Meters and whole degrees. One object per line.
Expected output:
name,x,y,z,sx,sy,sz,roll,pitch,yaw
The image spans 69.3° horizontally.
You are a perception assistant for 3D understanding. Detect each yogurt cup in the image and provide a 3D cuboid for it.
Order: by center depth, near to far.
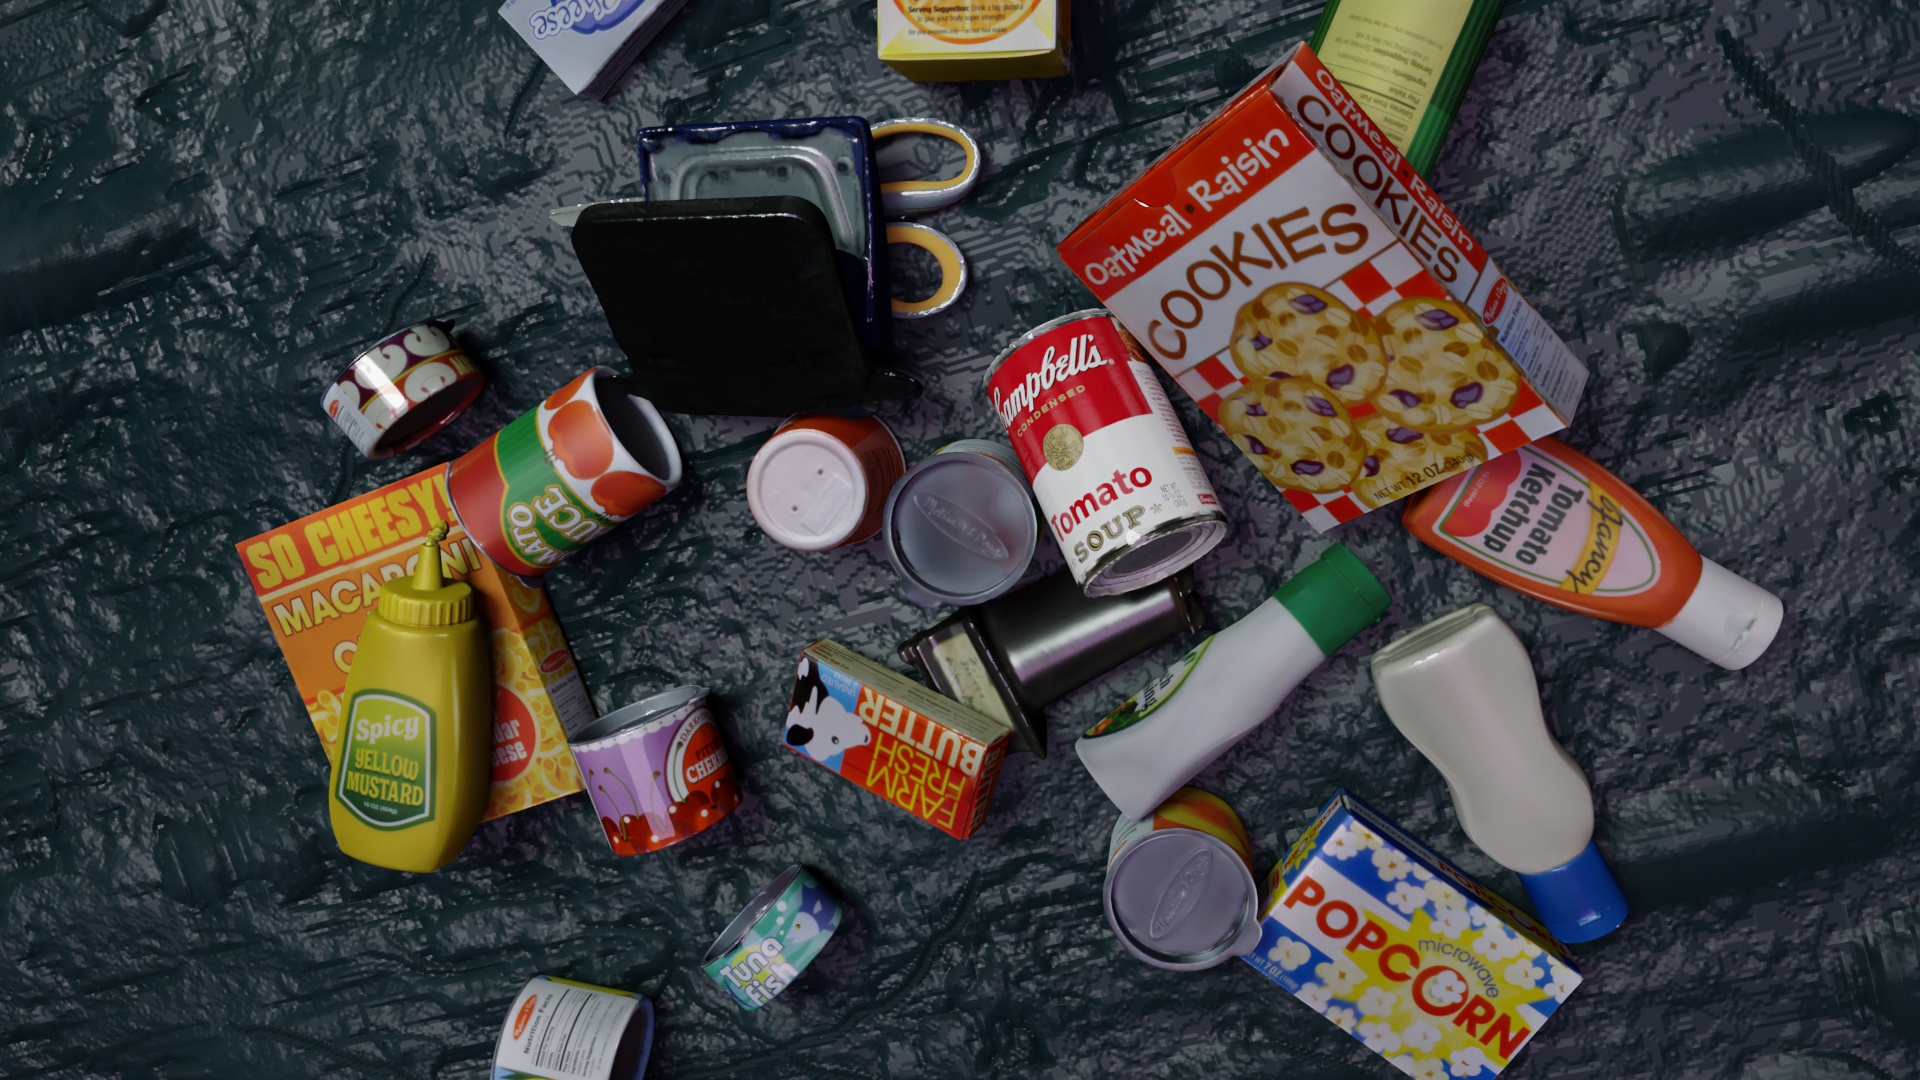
yogurt cup,-0.062,-0.026,0.624,0.072,0.054,0.072,2,101,8

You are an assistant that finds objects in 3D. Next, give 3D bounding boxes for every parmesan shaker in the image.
parmesan shaker,0.168,-0.176,0.555,0.071,0.071,0.103,23,102,5

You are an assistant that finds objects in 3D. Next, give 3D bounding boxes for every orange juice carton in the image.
orange juice carton,0.007,-0.289,0.558,0.073,0.072,0.192,1,100,9

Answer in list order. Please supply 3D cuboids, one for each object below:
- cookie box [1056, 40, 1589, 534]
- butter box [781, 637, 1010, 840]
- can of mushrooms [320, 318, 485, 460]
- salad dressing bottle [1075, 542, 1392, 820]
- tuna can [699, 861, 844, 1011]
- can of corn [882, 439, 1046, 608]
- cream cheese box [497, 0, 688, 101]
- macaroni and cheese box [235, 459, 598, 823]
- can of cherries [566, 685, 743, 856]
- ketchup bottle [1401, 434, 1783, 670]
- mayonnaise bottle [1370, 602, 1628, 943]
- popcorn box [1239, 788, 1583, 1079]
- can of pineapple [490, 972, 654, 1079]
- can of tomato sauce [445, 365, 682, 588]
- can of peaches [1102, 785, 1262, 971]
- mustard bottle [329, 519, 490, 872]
cookie box,0.136,-0.089,0.540,0.167,0.040,0.122,45,143,-11
butter box,-0.031,0.090,0.636,0.103,0.024,0.053,24,115,20
can of mushrooms,-0.254,-0.070,0.641,0.071,0.071,0.033,-39,92,13
salad dressing bottle,0.120,0.061,0.609,0.147,0.064,0.044,-40,86,5
tuna can,-0.089,0.188,0.656,0.071,0.071,0.033,-44,92,13
can of corn,0.002,-0.008,0.614,0.071,0.058,0.071,2,100,9
cream cheese box,-0.149,-0.251,0.614,0.103,0.024,0.053,-42,93,13
macaroni and cheese box,-0.259,0.056,0.676,0.123,0.040,0.166,-19,97,11
can of cherries,-0.140,0.107,0.652,0.071,0.071,0.058,-18,97,12
ketchup bottle,0.265,0.003,0.582,0.149,0.043,0.064,29,103,3
mayonnaise bottle,0.239,0.104,0.606,0.064,0.041,0.148,-29,95,14
popcorn box,0.198,0.183,0.626,0.127,0.038,0.085,35,103,2
can of pineapple,-0.190,0.254,0.687,0.058,0.071,0.071,9,101,7
can of tomato sauce,-0.179,-0.029,0.634,0.083,0.071,0.071,-31,94,12
can of peaches,0.101,0.152,0.626,0.071,0.058,0.071,1,100,8
mustard bottle,-0.246,0.068,0.629,0.065,0.049,0.159,10,102,6
